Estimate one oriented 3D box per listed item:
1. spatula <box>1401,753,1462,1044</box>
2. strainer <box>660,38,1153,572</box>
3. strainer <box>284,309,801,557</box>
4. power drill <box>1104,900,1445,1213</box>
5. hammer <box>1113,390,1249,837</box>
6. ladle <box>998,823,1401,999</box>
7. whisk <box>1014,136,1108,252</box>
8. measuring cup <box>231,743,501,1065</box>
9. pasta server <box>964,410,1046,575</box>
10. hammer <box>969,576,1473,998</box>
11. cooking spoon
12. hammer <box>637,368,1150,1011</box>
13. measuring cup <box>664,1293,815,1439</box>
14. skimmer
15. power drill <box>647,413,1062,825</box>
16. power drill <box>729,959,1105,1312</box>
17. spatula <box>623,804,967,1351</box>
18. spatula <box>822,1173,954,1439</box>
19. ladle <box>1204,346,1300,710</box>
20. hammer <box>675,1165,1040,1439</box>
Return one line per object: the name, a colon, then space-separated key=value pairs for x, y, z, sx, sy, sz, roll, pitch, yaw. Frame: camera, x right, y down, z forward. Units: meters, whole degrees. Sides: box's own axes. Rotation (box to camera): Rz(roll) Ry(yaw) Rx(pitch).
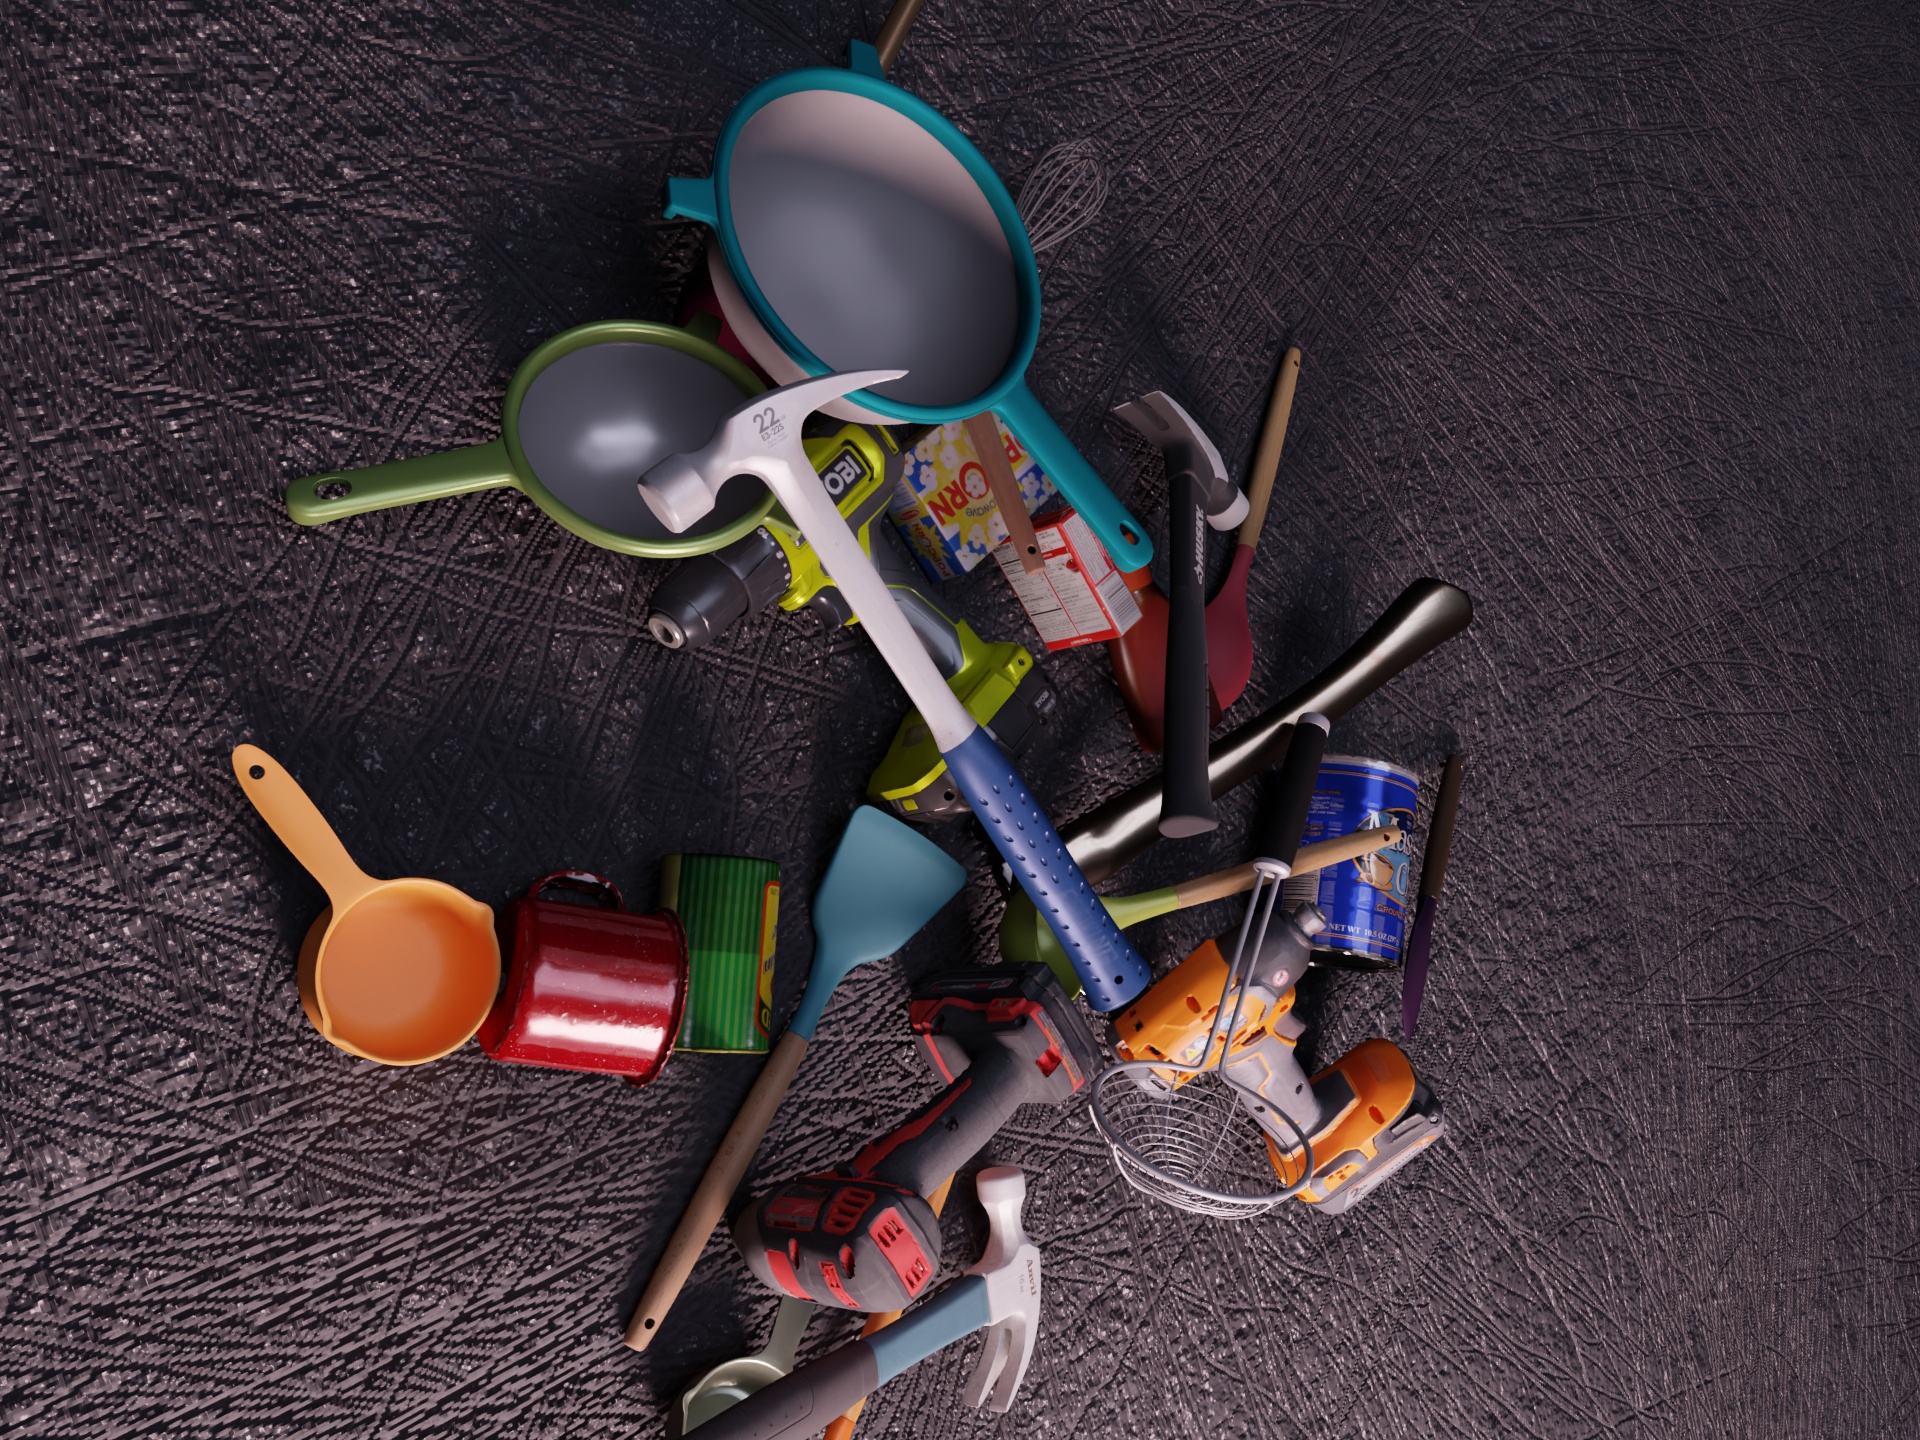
spatula: x=0.357 y=0.123 z=1.203 sx=0.316 sy=0.018 sz=0.059 roll=-59 pitch=141 yaw=-48
strainer: x=-0.022 y=-0.206 z=0.919 sx=0.340 sy=0.095 sz=0.211 roll=48 pitch=53 yaw=-15
strainer: x=-0.217 y=-0.124 z=0.833 sx=0.256 sy=0.069 sz=0.152 roll=-16 pitch=69 yaw=-25
power drill: x=0.227 y=0.223 z=1.073 sx=0.164 sy=0.084 sz=0.226 roll=-43 pitch=118 yaw=12
hammer: x=0.145 y=-0.069 z=1.037 sx=0.146 sy=0.035 sz=0.335 roll=44 pitch=40 yaw=-40
ladle: x=0.165 y=0.109 z=1.022 sx=0.320 sy=0.062 sz=0.078 roll=-12 pitch=94 yaw=-25
whisk: x=0.028 y=-0.306 z=1.058 sx=0.055 sy=0.055 sz=0.239 roll=47 pitch=65 yaw=-23
measuring cup: x=-0.295 y=0.086 z=0.757 sx=0.095 sy=0.052 sz=0.173 roll=-42 pitch=107 yaw=-33
pasta server: x=-0.007 y=-0.239 z=0.988 sx=0.060 sy=0.040 sz=0.316 roll=-19 pitch=83 yaw=-10
hammer: x=0.202 y=0.027 z=1.086 sx=0.410 sy=0.038 sz=0.146 roll=-32 pitch=105 yaw=-20
cooking spoon: x=-0.086 y=-0.327 z=0.960 sx=0.068 sy=0.017 sz=0.319 roll=30 pitch=77 yaw=-23
hammer: x=-0.001 y=-0.003 z=0.862 sx=0.144 sy=0.035 sz=0.405 roll=-39 pitch=113 yaw=-13
measuring cup: x=-0.108 y=0.352 z=0.878 sx=0.083 sy=0.038 sz=0.168 roll=36 pitch=46 yaw=-14
skimmer: x=0.178 y=0.125 z=0.950 sx=0.127 sy=0.090 sz=0.363 roll=18 pitch=58 yaw=9
power drill: x=-0.061 y=-0.049 z=0.936 sx=0.228 sy=0.080 sz=0.191 roll=51 pitch=57 yaw=-17
power drill: x=-0.029 y=0.233 z=0.890 sx=0.220 sy=0.143 sz=0.078 roll=-43 pitch=109 yaw=-40
spatula: x=-0.101 y=0.200 z=0.892 sx=0.082 sy=0.044 sz=0.318 roll=35 pitch=66 yaw=-17
spatula: x=-0.063 y=0.374 z=0.914 sx=0.081 sy=0.041 sz=0.323 roll=40 pitch=58 yaw=-25
ladle: x=0.219 y=-0.149 z=1.191 sx=0.069 sy=0.031 sz=0.316 roll=30 pitch=66 yaw=-30
hammer: x=-0.061 y=0.350 z=0.853 sx=0.331 sy=0.033 sz=0.128 roll=-7 pitch=89 yaw=-52
